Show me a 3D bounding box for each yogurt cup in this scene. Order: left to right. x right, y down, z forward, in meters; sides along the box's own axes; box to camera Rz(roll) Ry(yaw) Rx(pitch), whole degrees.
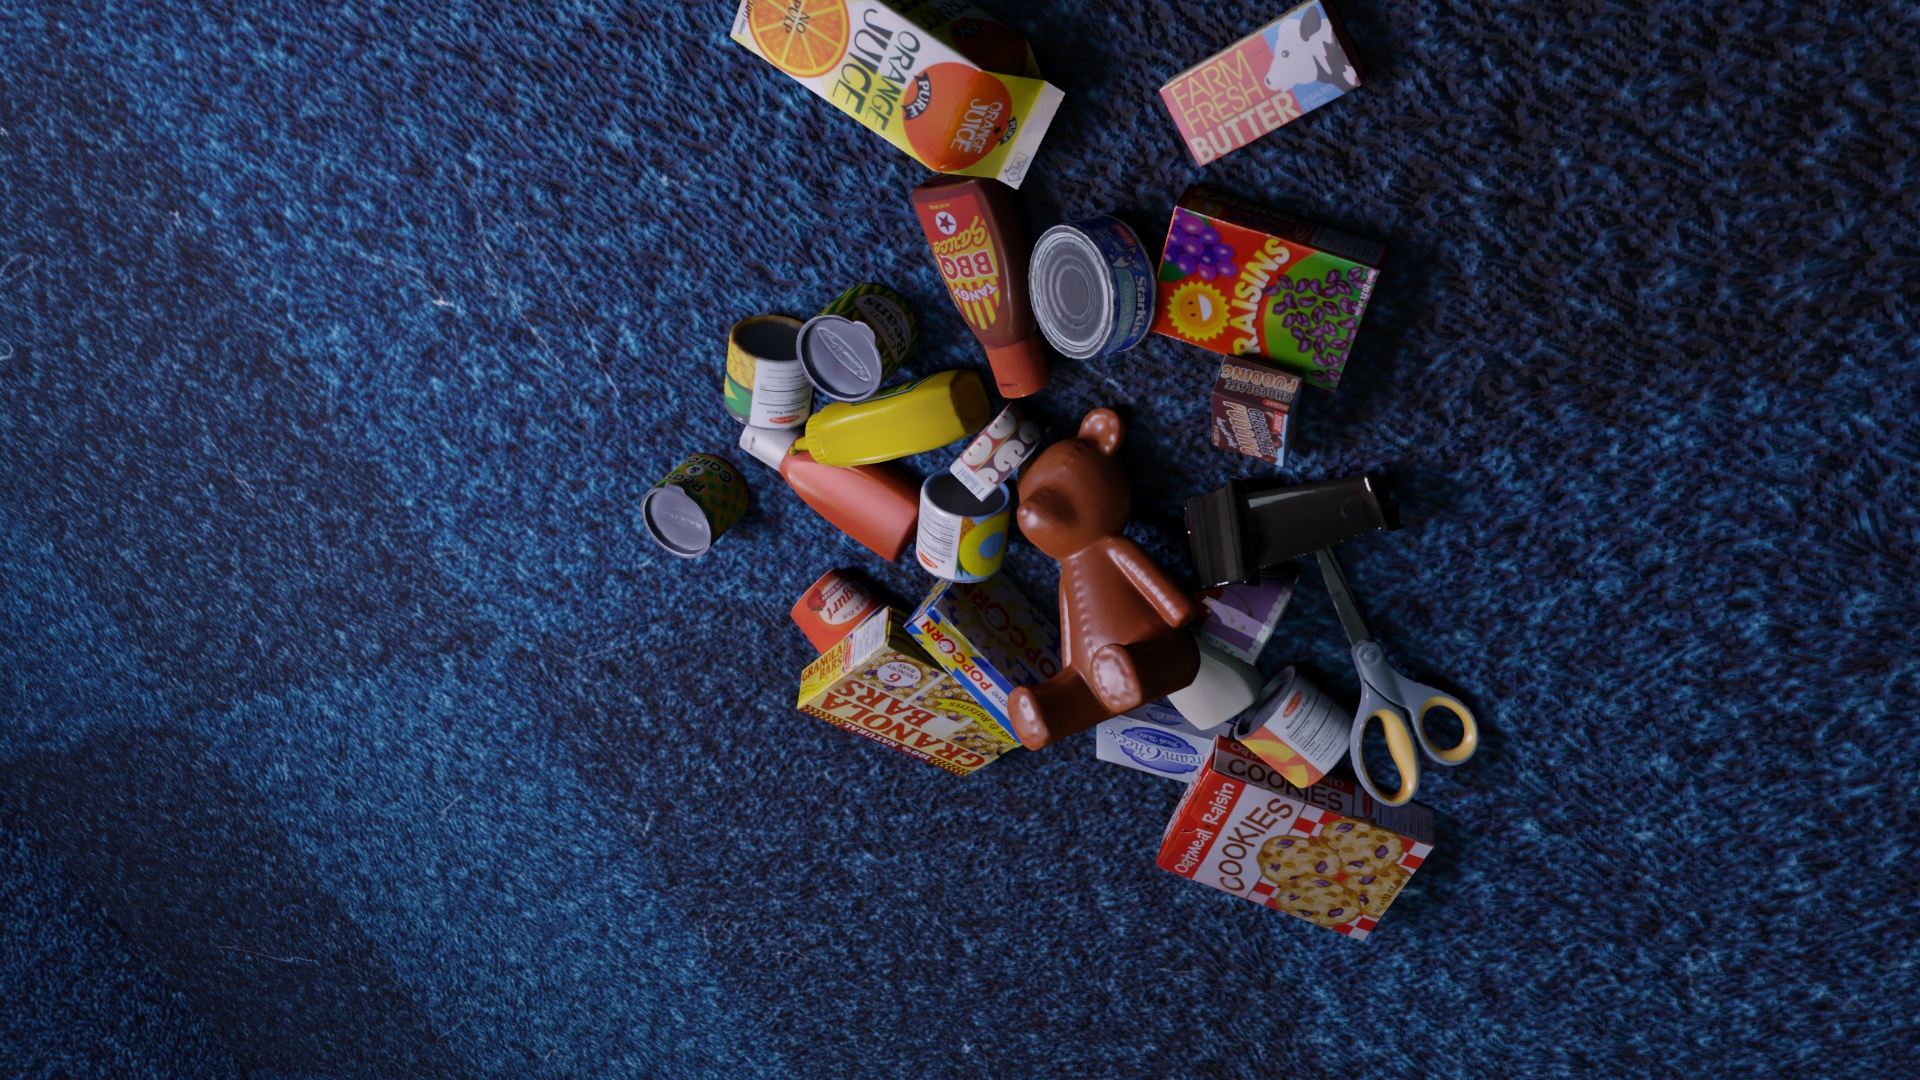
[{"bbox_3d":[-0.098,0.058,1.110,0.054,0.073,0.072,44,132,6],"label":"yogurt cup"}]

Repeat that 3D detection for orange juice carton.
[{"bbox_3d":[-0.032,-0.288,0.824,0.193,0.073,0.071,34,131,3],"label":"orange juice carton"}]

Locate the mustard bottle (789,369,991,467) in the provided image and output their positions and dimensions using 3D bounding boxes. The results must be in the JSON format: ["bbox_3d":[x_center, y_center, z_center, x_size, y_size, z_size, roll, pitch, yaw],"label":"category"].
[{"bbox_3d":[-0.060,-0.081,0.982,0.160,0.065,0.048,-12,105,28],"label":"mustard bottle"}]

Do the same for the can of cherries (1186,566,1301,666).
[{"bbox_3d":[0.188,0.040,0.939,0.058,0.072,0.071,27,131,11],"label":"can of cherries"}]

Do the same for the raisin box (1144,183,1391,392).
[{"bbox_3d":[0.180,-0.151,0.826,0.123,0.040,0.085,21,130,13],"label":"raisin box"}]

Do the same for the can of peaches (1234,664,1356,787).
[{"bbox_3d":[0.235,0.131,0.976,0.058,0.071,0.071,38,132,-1],"label":"can of peaches"}]

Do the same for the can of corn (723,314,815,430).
[{"bbox_3d":[-0.137,-0.123,1.003,0.071,0.071,0.058,24,130,13],"label":"can of corn"}]

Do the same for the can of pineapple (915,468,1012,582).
[{"bbox_3d":[0.004,-0.013,1.004,0.071,0.071,0.057,19,129,16],"label":"can of pineapple"}]

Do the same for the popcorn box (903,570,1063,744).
[{"bbox_3d":[0.029,0.078,1.038,0.126,0.085,0.038,46,130,-6],"label":"popcorn box"}]

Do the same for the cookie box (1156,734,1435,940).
[{"bbox_3d":[0.245,0.222,1.031,0.167,0.040,0.122,19,130,3],"label":"cookie box"}]

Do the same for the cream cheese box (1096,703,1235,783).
[{"bbox_3d":[0.156,0.154,1.062,0.104,0.024,0.053,12,128,22],"label":"cream cheese box"}]

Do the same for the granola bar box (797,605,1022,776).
[{"bbox_3d":[-0.025,0.123,1.083,0.165,0.039,0.123,27,137,-27],"label":"granola bar box"}]

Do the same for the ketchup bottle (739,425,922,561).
[{"bbox_3d":[-0.096,-0.047,1.047,0.149,0.044,0.064,32,128,5],"label":"ketchup bottle"}]

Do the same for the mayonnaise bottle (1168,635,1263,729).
[{"bbox_3d":[0.147,0.067,0.996,0.148,0.041,0.064,47,130,-5],"label":"mayonnaise bottle"}]

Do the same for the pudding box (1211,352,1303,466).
[{"bbox_3d":[0.182,-0.079,0.853,0.050,0.030,0.083,19,166,16],"label":"pudding box"}]

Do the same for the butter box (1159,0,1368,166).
[{"bbox_3d":[0.167,-0.254,0.770,0.103,0.024,0.053,-21,109,37],"label":"butter box"}]

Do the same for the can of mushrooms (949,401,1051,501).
[{"bbox_3d":[0.027,-0.063,0.955,0.033,0.071,0.070,43,132,-3],"label":"can of mushrooms"}]

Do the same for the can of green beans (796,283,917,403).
[{"bbox_3d":[-0.070,-0.137,0.960,0.071,0.058,0.071,15,128,20],"label":"can of green beans"}]

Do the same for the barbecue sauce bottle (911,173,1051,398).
[{"bbox_3d":[0.021,-0.166,0.899,0.065,0.044,0.148,3,124,42],"label":"barbecue sauce bottle"}]

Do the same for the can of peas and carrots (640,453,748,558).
[{"bbox_3d":[-0.213,-0.030,1.113,0.071,0.059,0.070,14,127,20],"label":"can of peas and carrots"}]
